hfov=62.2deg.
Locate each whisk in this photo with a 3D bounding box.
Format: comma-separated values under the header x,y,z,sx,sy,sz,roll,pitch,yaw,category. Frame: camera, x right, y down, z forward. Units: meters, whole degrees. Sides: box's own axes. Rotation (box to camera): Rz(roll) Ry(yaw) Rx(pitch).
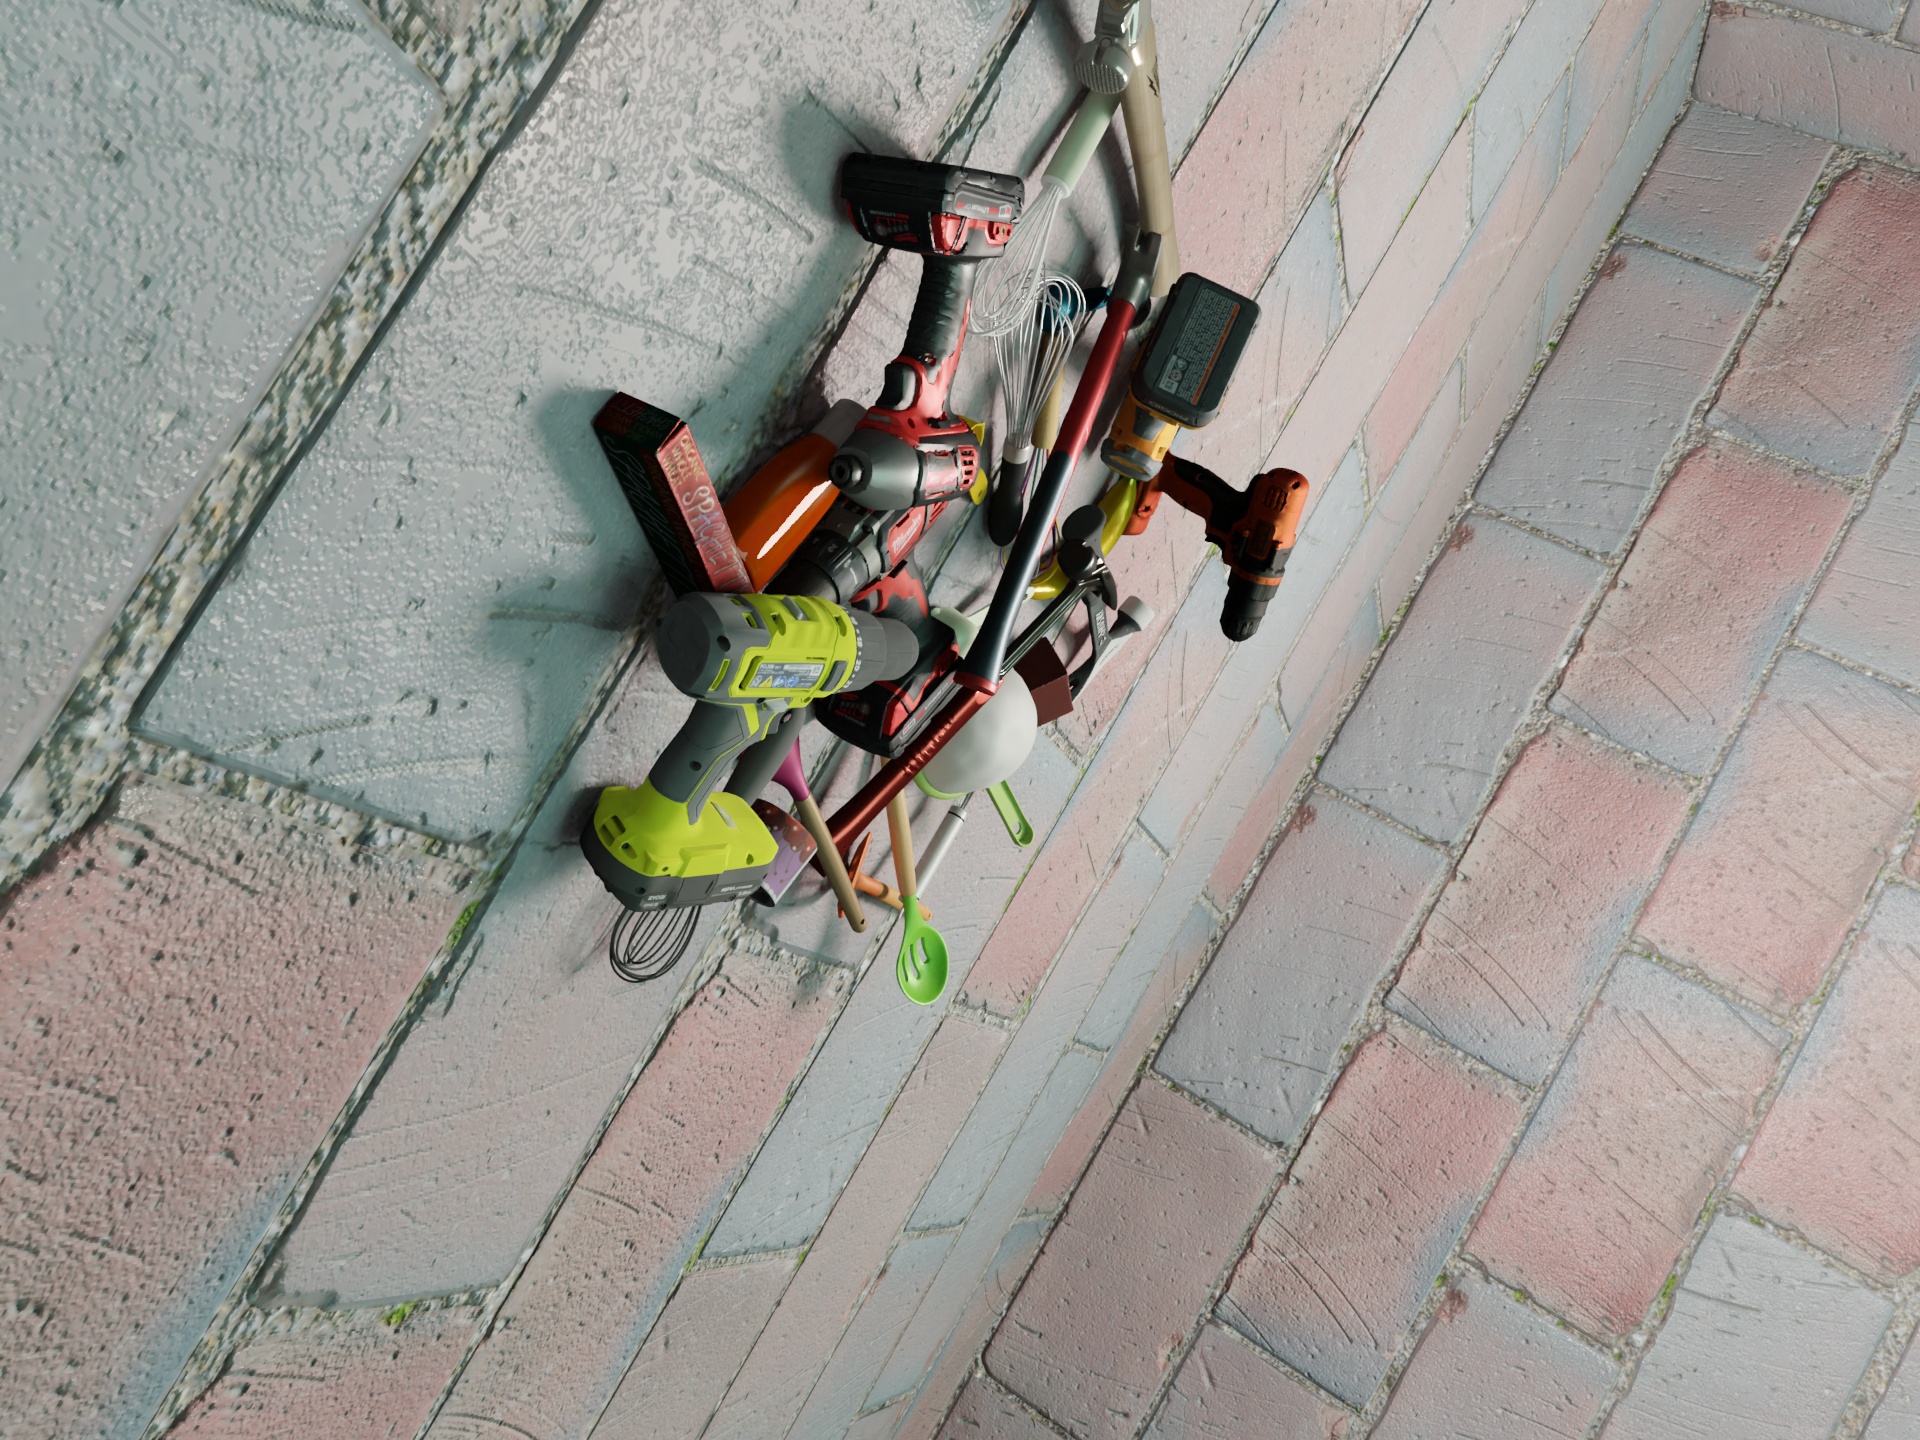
x,y,z,sx,sy,sz,roll,pitch,yaw,category
-0.181,0.087,1.166,0.239,0.055,0.055,-58,158,-5,whisk
0.051,-0.246,1.294,0.070,0.070,0.284,-46,158,-34,whisk
0.066,-0.386,1.171,0.057,0.059,0.246,41,72,-51,whisk
0.073,-0.222,1.387,0.051,0.047,0.244,-39,146,-42,whisk

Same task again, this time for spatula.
x,y,z,sx,sy,sz,roll,pitch,yaw,category
-0.069,0.170,1.543,0.322,0.041,0.081,45,63,-69,spatula

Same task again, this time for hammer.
x,y,z,sx,sy,sz,roll,pitch,yaw,category
-0.002,-0.004,1.371,0.359,0.037,0.149,-46,163,0,hammer
0.079,-0.205,1.271,0.143,0.038,0.386,83,28,-79,hammer
0.149,-0.452,1.232,0.410,0.038,0.146,48,62,-75,hammer
0.126,-0.116,1.548,0.149,0.036,0.408,-49,165,-5,hammer

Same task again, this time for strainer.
x,y,z,sx,sy,sz,roll,pitch,yaw,category
0.041,0.045,1.501,0.151,0.069,0.256,-49,137,-23,strainer
0.002,0.086,1.564,0.258,0.050,0.087,-59,-179,-17,strainer

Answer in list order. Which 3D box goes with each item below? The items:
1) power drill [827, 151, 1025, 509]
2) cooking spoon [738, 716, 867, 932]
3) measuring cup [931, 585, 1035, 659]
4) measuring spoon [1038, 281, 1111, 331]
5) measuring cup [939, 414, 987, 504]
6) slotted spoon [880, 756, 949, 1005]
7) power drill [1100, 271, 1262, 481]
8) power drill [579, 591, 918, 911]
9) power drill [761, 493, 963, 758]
x,y,z,sx,sy,sz,roll,pitch,yaw,category
-0.031,-0.244,1.024,0.143,0.079,0.219,-23,125,-58,power drill
-0.120,0.075,1.278,0.069,0.017,0.318,-49,144,-27,cooking spoon
0.018,-0.076,1.408,0.167,0.038,0.083,-31,145,-34,measuring cup
0.105,-0.347,1.331,0.128,0.021,0.042,-30,142,-54,measuring spoon
-0.001,-0.204,1.281,0.062,0.029,0.156,-61,170,-2,measuring cup
-0.050,0.137,1.476,0.070,0.031,0.313,-38,134,-39,slotted spoon
0.199,-0.324,1.421,0.226,0.084,0.185,137,-22,-84,power drill
-0.138,0.014,1.052,0.190,0.080,0.228,-1,131,-48,power drill
-0.074,-0.072,1.199,0.188,0.080,0.226,-49,152,-31,power drill
